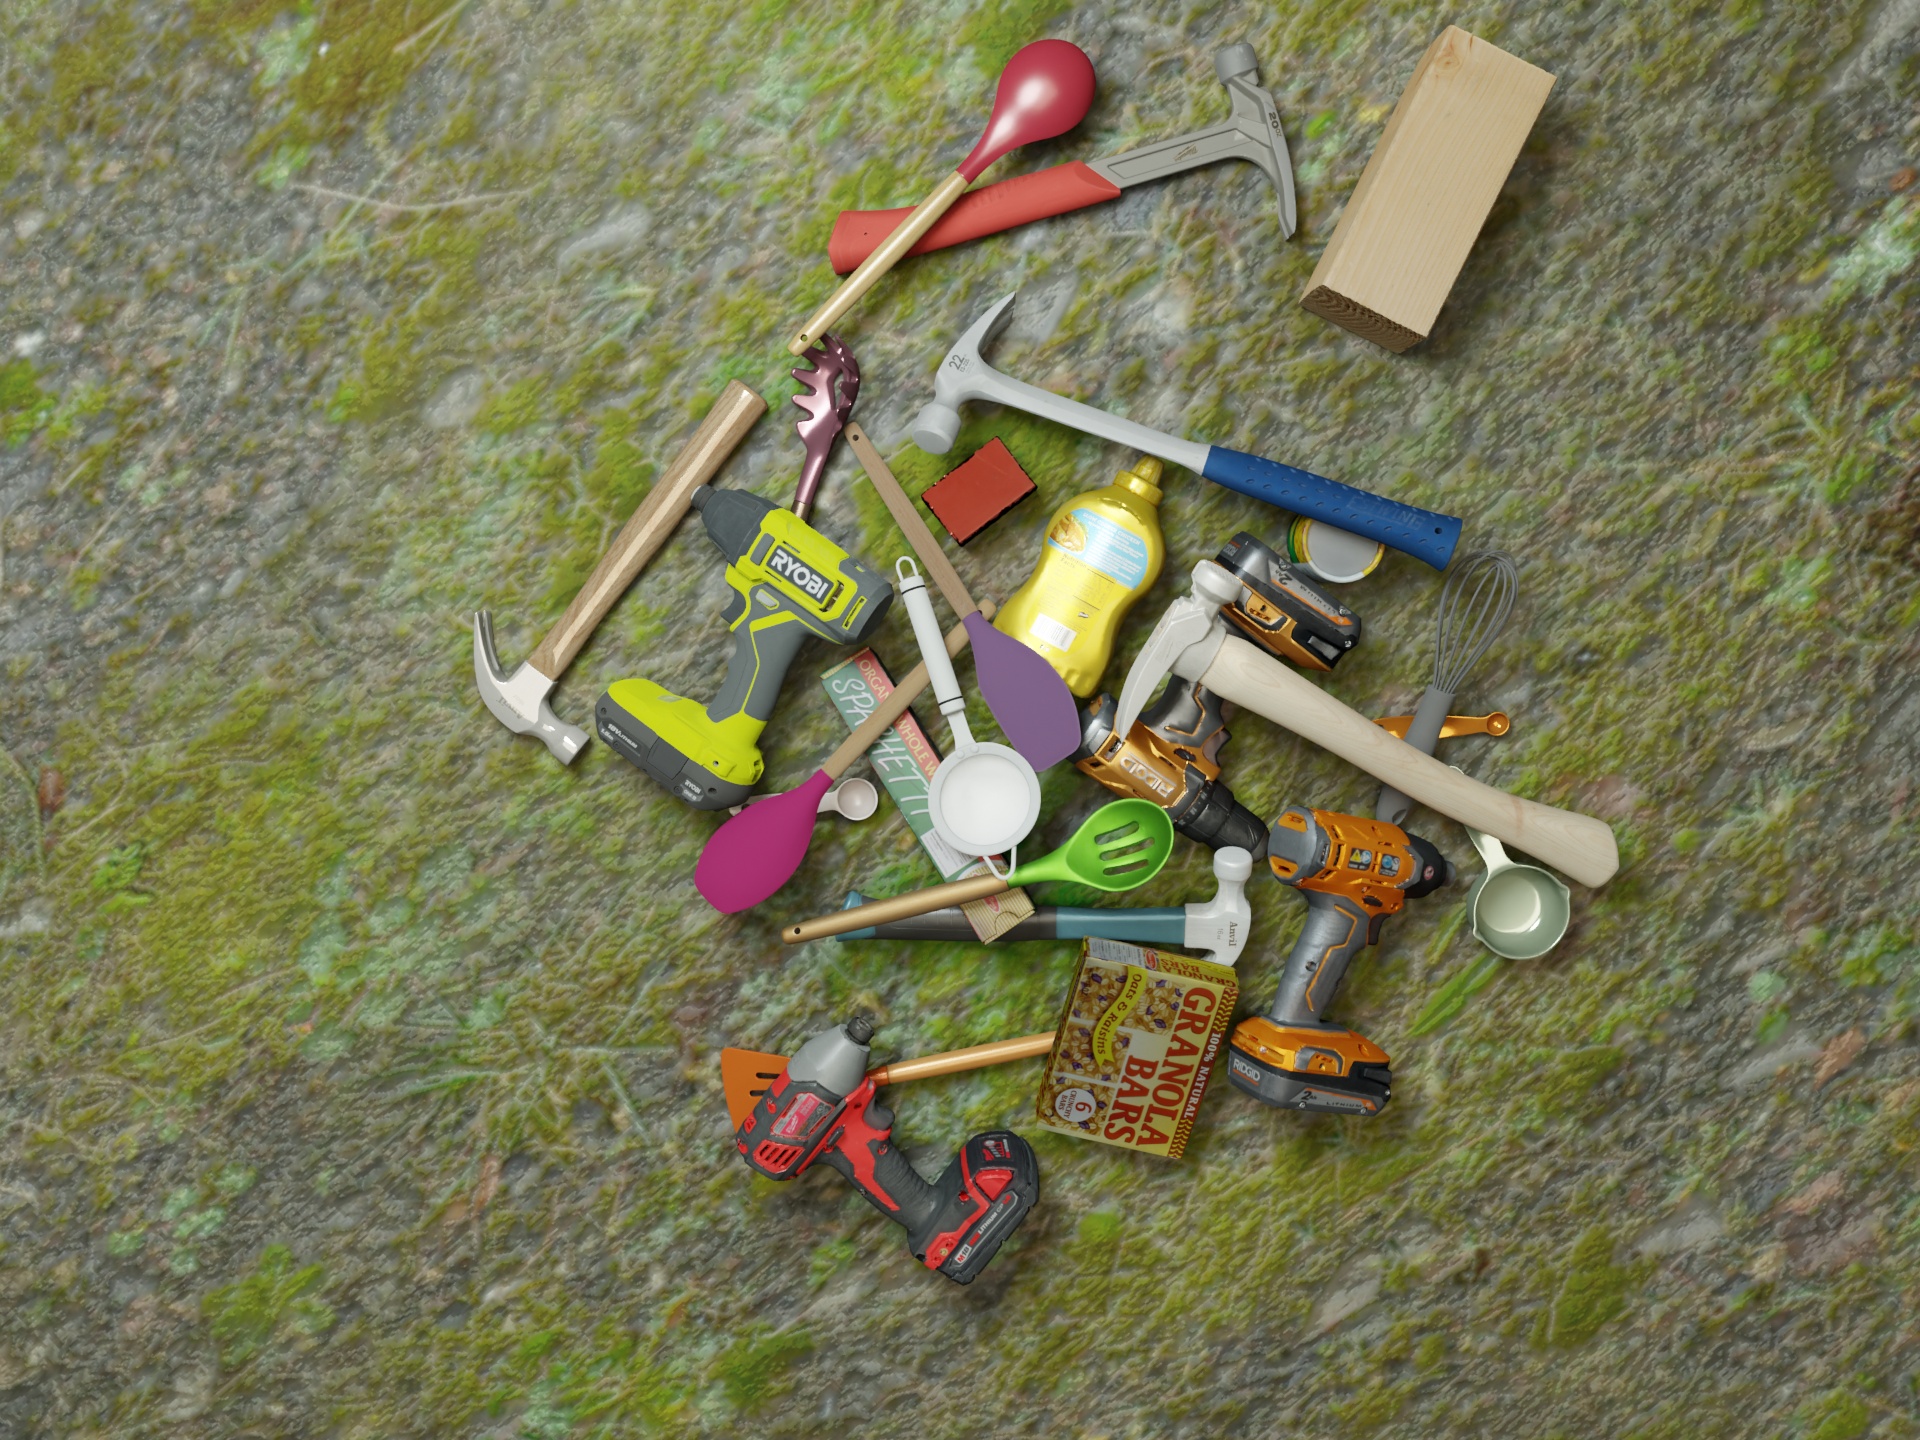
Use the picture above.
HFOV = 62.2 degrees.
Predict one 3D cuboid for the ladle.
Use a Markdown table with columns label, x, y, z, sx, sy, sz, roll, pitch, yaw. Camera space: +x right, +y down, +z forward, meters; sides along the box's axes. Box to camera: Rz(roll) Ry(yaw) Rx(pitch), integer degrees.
| label | x | y | z | sx | sy | sz | roll | pitch | yaw |
| --- | --- | --- | --- | --- | --- | --- | --- | --- | --- |
| ladle | -0.018 | -0.392 | 1.201 | 0.315 | 0.031 | 0.069 | -45 | 94 | 5 |

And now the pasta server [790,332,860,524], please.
| label | x | y | z | sx | sy | sz | roll | pitch | yaw |
| --- | --- | --- | --- | --- | --- | --- | --- | --- | --- |
| pasta server | -0.138 | -0.148 | 1.257 | 0.060 | 0.040 | 0.316 | 24 | 100 | 40 |

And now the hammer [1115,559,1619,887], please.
| label | x | y | z | sx | sy | sz | roll | pitch | yaw |
| --- | --- | --- | --- | --- | --- | --- | --- | --- | --- |
| hammer | 0.317 | 0.035 | 1.204 | 0.410 | 0.038 | 0.146 | 27 | 107 | -11 |

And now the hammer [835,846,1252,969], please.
| label | x | y | z | sx | sy | sz | roll | pitch | yaw |
| --- | --- | --- | --- | --- | --- | --- | --- | --- | --- |
| hammer | 0.063 | 0.160 | 1.271 | 0.331 | 0.033 | 0.128 | 0 | 114 | 5 |

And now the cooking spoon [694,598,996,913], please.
| label | x | y | z | sx | sy | sz | roll | pitch | yaw |
| --- | --- | --- | --- | --- | --- | --- | --- | --- | --- |
| cooking spoon | -0.085 | 0.023 | 1.232 | 0.069 | 0.017 | 0.319 | 43 | 86 | 16 |

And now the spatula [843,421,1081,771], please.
| label | x | y | z | sx | sy | sz | roll | pitch | yaw |
| --- | --- | --- | --- | --- | --- | --- | --- | --- | --- |
| spatula | -0.004 | -0.103 | 1.230 | 0.060 | 0.018 | 0.316 | -34 | 79 | 5 |

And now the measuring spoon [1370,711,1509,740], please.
| label | x | y | z | sx | sy | sz | roll | pitch | yaw |
| --- | --- | --- | --- | --- | --- | --- | --- | --- | --- |
| measuring spoon | 0.380 | 0.004 | 1.276 | 0.117 | 0.011 | 0.021 | -3 | 103 | 5 |

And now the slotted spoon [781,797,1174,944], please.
| label | x | y | z | sx | sy | sz | roll | pitch | yaw |
| --- | --- | --- | --- | --- | --- | --- | --- | --- | --- |
| slotted spoon | 0.011 | 0.125 | 1.207 | 0.314 | 0.031 | 0.070 | -16 | 65 | 10 |

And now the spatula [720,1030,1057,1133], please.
| label | x | y | z | sx | sy | sz | roll | pitch | yaw |
| --- | --- | --- | --- | --- | --- | --- | --- | --- | --- |
| spatula | -0.036 | 0.282 | 1.304 | 0.322 | 0.041 | 0.081 | -11 | 96 | -2 |

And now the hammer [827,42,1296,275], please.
| label | x | y | z | sx | sy | sz | roll | pitch | yaw |
| --- | --- | --- | --- | --- | --- | --- | --- | --- | --- |
| hammer | 0.074 | -0.399 | 1.230 | 0.359 | 0.037 | 0.149 | -16 | 95 | 2 |

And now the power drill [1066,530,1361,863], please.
| label | x | y | z | sx | sy | sz | roll | pitch | yaw |
| --- | --- | --- | --- | --- | --- | --- | --- | --- | --- |
| power drill | 0.215 | -0.009 | 1.243 | 0.185 | 0.084 | 0.226 | 36 | 99 | -10 |

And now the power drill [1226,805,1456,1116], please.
| label | x | y | z | sx | sy | sz | roll | pitch | yaw |
| --- | --- | --- | --- | --- | --- | --- | --- | --- | --- |
| power drill | 0.305 | 0.189 | 1.251 | 0.164 | 0.084 | 0.226 | 11 | 93 | -24 |

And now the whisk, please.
| label | x | y | z | sx | sy | sz | roll | pitch | yaw |
| --- | --- | --- | --- | --- | --- | --- | --- | --- | --- |
| whisk | 0.374 | -0.022 | 1.241 | 0.055 | 0.055 | 0.239 | 17 | 108 | -1 |

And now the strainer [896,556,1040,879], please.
| label | x | y | z | sx | sy | sz | roll | pitch | yaw |
| --- | --- | --- | --- | --- | --- | --- | --- | --- | --- |
| strainer | -0.002 | -0.004 | 1.211 | 0.087 | 0.050 | 0.258 | -19 | 86 | 9 |

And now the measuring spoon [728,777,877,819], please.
| label | x | y | z | sx | sy | sz | roll | pitch | yaw |
| --- | --- | --- | --- | --- | --- | --- | --- | --- | --- |
| measuring spoon | -0.127 | 0.066 | 1.291 | 0.124 | 0.018 | 0.034 | -5 | 97 | 8 |

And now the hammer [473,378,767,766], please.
| label | x | y | z | sx | sy | sz | roll | pitch | yaw |
| --- | --- | --- | --- | --- | --- | --- | --- | --- | --- |
| hammer | -0.267 | -0.131 | 1.264 | 0.130 | 0.031 | 0.331 | 37 | 95 | -3 |

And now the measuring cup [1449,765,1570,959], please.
| label | x | y | z | sx | sy | sz | roll | pitch | yaw |
| --- | --- | --- | --- | --- | --- | --- | --- | --- | --- |
| measuring cup | 0.423 | 0.110 | 1.271 | 0.083 | 0.038 | 0.167 | -27 | 92 | 3 |

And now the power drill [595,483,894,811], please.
| label | x | y | z | sx | sy | sz | roll | pitch | yaw |
| --- | --- | --- | --- | --- | --- | --- | --- | --- | --- |
| power drill | -0.178 | -0.058 | 1.227 | 0.171 | 0.080 | 0.223 | 35 | 103 | 7 |

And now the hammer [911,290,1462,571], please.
| label | x | y | z | sx | sy | sz | roll | pitch | yaw |
| --- | --- | --- | --- | --- | --- | --- | --- | --- | --- |
| hammer | 0.176 | -0.204 | 1.196 | 0.405 | 0.035 | 0.144 | 20 | 68 | 6 |

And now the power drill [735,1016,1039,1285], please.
| label | x | y | z | sx | sy | sz | roll | pitch | yaw |
| --- | --- | --- | --- | --- | --- | --- | --- | --- | --- |
| power drill | -0.052 | 0.335 | 1.259 | 0.219 | 0.079 | 0.143 | 35 | 99 | -12 |
